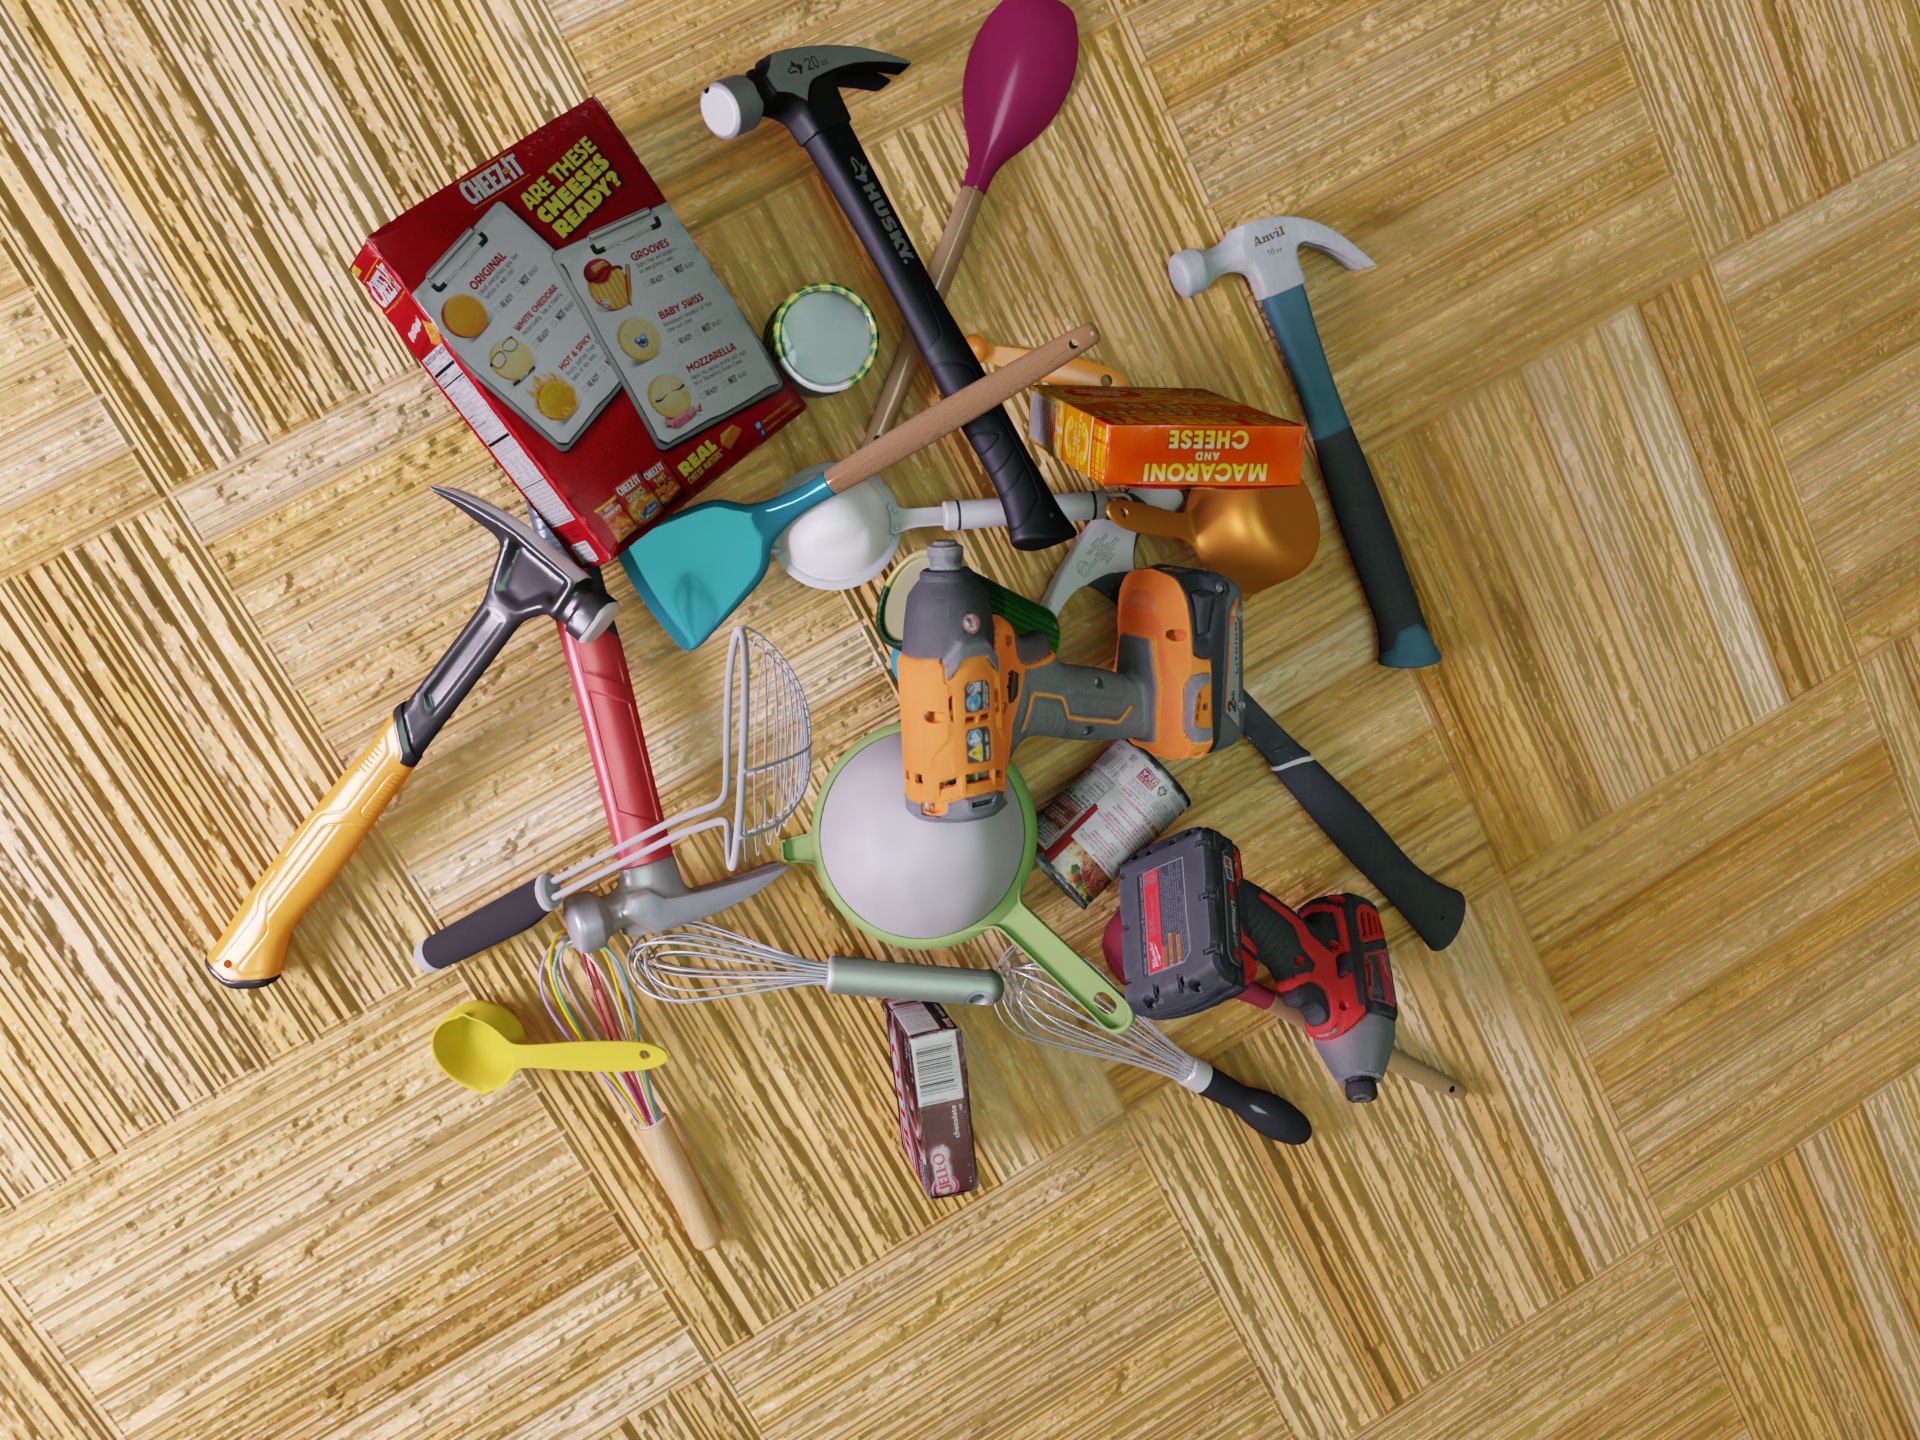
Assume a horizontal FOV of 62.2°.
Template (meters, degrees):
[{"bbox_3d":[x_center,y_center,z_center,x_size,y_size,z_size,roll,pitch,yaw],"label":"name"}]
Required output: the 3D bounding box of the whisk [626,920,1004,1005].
[{"bbox_3d":[-0.093,0.164,1.036,0.246,0.059,0.057,6,140,-6],"label":"whisk"}]

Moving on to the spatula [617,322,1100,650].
[{"bbox_3d":[-0.057,-0.149,0.947,0.317,0.044,0.082,-27,106,18],"label":"spatula"}]

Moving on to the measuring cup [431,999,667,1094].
[{"bbox_3d":[-0.254,0.202,0.997,0.156,0.029,0.062,-1,114,11],"label":"measuring cup"}]

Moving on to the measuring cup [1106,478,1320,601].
[{"bbox_3d":[0.167,-0.133,1.024,0.173,0.052,0.095,2,74,-44],"label":"measuring cup"}]

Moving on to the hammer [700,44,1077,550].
[{"bbox_3d":[-0.019,-0.252,0.972,0.146,0.035,0.334,-39,104,-39],"label":"hammer"}]

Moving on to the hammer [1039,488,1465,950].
[{"bbox_3d":[0.215,0.020,1.108,0.149,0.036,0.408,-46,105,-3],"label":"hammer"}]

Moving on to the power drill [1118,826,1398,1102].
[{"bbox_3d":[0.208,0.164,1.050,0.219,0.078,0.143,25,51,-35],"label":"power drill"}]

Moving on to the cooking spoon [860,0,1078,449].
[{"bbox_3d":[-0.001,-0.315,1.020,0.068,0.017,0.319,21,92,-14],"label":"cooking spoon"}]

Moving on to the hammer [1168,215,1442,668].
[{"bbox_3d":[0.258,-0.184,1.091,0.128,0.033,0.331,-25,103,-8],"label":"hammer"}]

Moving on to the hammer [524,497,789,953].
[{"bbox_3d":[-0.217,-0.060,0.988,0.143,0.038,0.386,-16,98,-26],"label":"hammer"}]

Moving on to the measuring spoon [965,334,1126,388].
[{"bbox_3d":[0.056,-0.234,1.047,0.117,0.011,0.021,10,95,-14],"label":"measuring spoon"}]

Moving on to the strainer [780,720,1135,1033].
[{"bbox_3d":[0.009,0.108,1.003,0.256,0.069,0.151,42,94,10],"label":"strainer"}]

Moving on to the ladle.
[{"bbox_3d":[0.241,0.212,1.146,0.315,0.031,0.069,27,92,-17],"label":"ladle"}]

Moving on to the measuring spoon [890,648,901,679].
[{"bbox_3d":[-0.002,-0.003,1.059,0.042,0.021,0.128,-33,102,-7],"label":"measuring spoon"}]

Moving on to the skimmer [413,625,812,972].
[{"bbox_3d":[-0.216,0.066,0.895,0.363,0.127,0.090,-27,142,30],"label":"skimmer"}]

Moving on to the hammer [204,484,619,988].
[{"bbox_3d":[-0.350,0.022,0.949,0.127,0.034,0.337,39,98,1],"label":"hammer"}]

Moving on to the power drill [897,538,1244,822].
[{"bbox_3d":[0.064,-0.038,0.970,0.226,0.084,0.164,-11,106,-30],"label":"power drill"}]

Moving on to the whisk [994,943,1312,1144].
[{"bbox_3d":[0.138,0.235,1.111,0.284,0.070,0.070,32,90,-19],"label":"whisk"}]

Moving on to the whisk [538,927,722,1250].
[{"bbox_3d":[-0.207,0.241,1.038,0.051,0.047,0.245,-20,106,2],"label":"whisk"}]

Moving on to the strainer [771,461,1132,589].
[{"bbox_3d":[-0.014,-0.133,1.019,0.258,0.050,0.087,-5,77,-10],"label":"strainer"}]
